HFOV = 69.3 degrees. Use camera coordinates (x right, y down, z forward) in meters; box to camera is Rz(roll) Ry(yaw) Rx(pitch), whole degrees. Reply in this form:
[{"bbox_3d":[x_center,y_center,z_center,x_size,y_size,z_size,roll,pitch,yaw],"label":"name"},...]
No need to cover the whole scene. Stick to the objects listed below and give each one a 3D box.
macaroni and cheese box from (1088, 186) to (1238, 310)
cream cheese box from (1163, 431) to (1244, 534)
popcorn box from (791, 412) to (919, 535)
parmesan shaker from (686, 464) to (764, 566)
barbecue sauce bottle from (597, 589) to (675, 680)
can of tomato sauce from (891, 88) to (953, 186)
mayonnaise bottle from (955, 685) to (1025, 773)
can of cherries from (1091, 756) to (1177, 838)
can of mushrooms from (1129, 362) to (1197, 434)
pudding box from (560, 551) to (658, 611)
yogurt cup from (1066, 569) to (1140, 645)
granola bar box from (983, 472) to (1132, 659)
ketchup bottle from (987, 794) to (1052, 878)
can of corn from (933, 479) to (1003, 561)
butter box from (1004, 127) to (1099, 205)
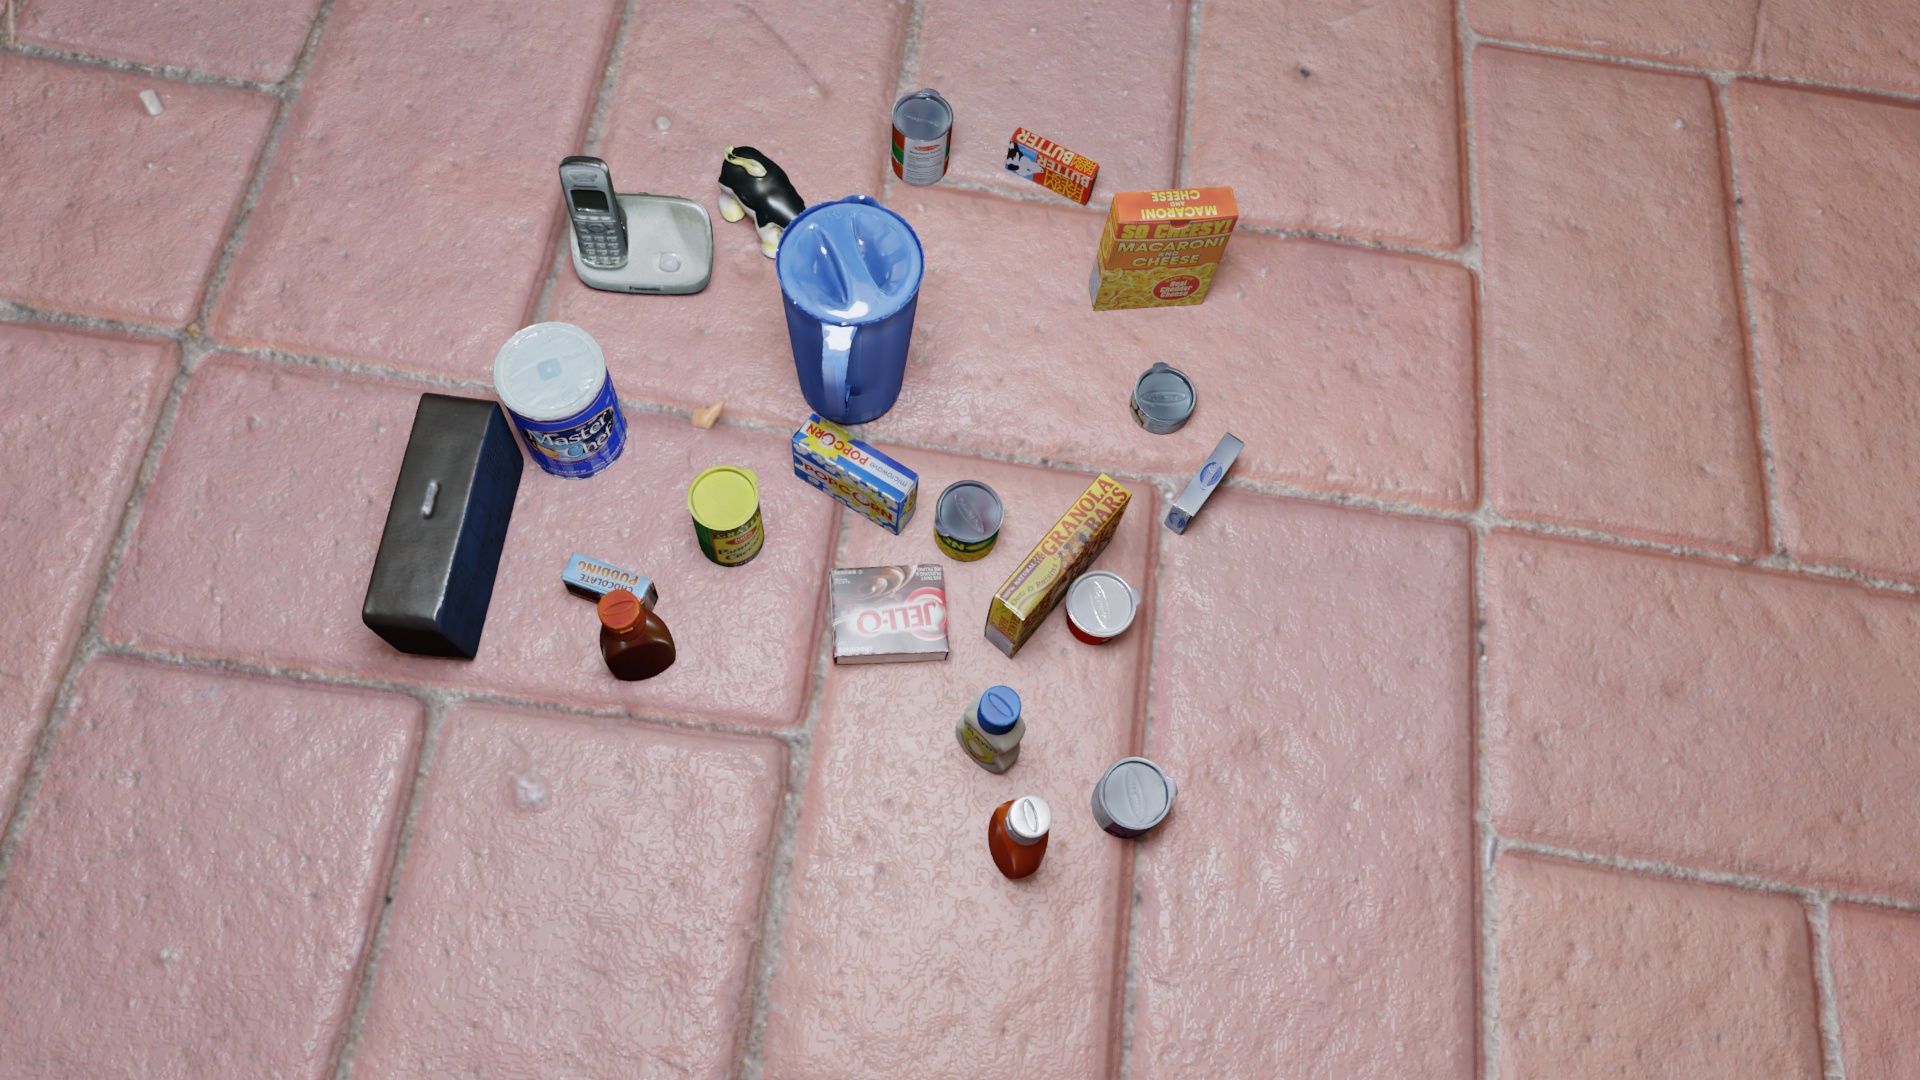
[{"bbox_3d":[0.209,-0.301,1.447,0.124,0.165,0.040,-5,69,-6],"label":"macaroni and cheese box"},{"bbox_3d":[0.247,-0.057,1.411,0.024,0.053,0.104,35,70,10],"label":"cream cheese box"},{"bbox_3d":[-0.103,-0.065,1.371,0.127,0.085,0.038,31,69,8],"label":"popcorn box"},{"bbox_3d":[-0.222,-0.023,1.336,0.071,0.102,0.071,1,68,-4],"label":"parmesan shaker"},{"bbox_3d":[-0.299,0.086,1.262,0.065,0.148,0.044,-19,71,-11],"label":"barbecue sauce bottle"},{"bbox_3d":[-0.043,-0.443,1.531,0.071,0.082,0.071,1,68,-4],"label":"can of tomato sauce"},{"bbox_3d":[0.029,0.167,1.253,0.065,0.147,0.041,43,72,12],"label":"mayonnaise bottle"},{"bbox_3d":[0.160,0.239,1.282,0.071,0.058,0.072,1,68,-4],"label":"can of cherries"},{"bbox_3d":[0.212,-0.149,1.457,0.071,0.033,0.071,1,68,-4],"label":"can of mushrooms"},{"bbox_3d":[-0.335,0.044,1.329,0.084,0.049,0.030,19,68,4],"label":"pudding box"},{"bbox_3d":[0.133,0.068,1.352,0.072,0.053,0.072,1,68,-4],"label":"yogurt cup"},{"bbox_3d":[0.091,0.025,1.328,0.039,0.123,0.166,38,70,11],"label":"granola bar box"},{"bbox_3d":[0.053,0.256,1.219,0.043,0.148,0.065,-14,70,-9],"label":"ketchup bottle"},{"bbox_3d":[0.005,-0.017,1.375,0.071,0.058,0.071,1,68,-4],"label":"can of corn"},{"bbox_3d":[0.102,-0.416,1.547,0.103,0.053,0.024,27,69,7],"label":"butter box"}]
